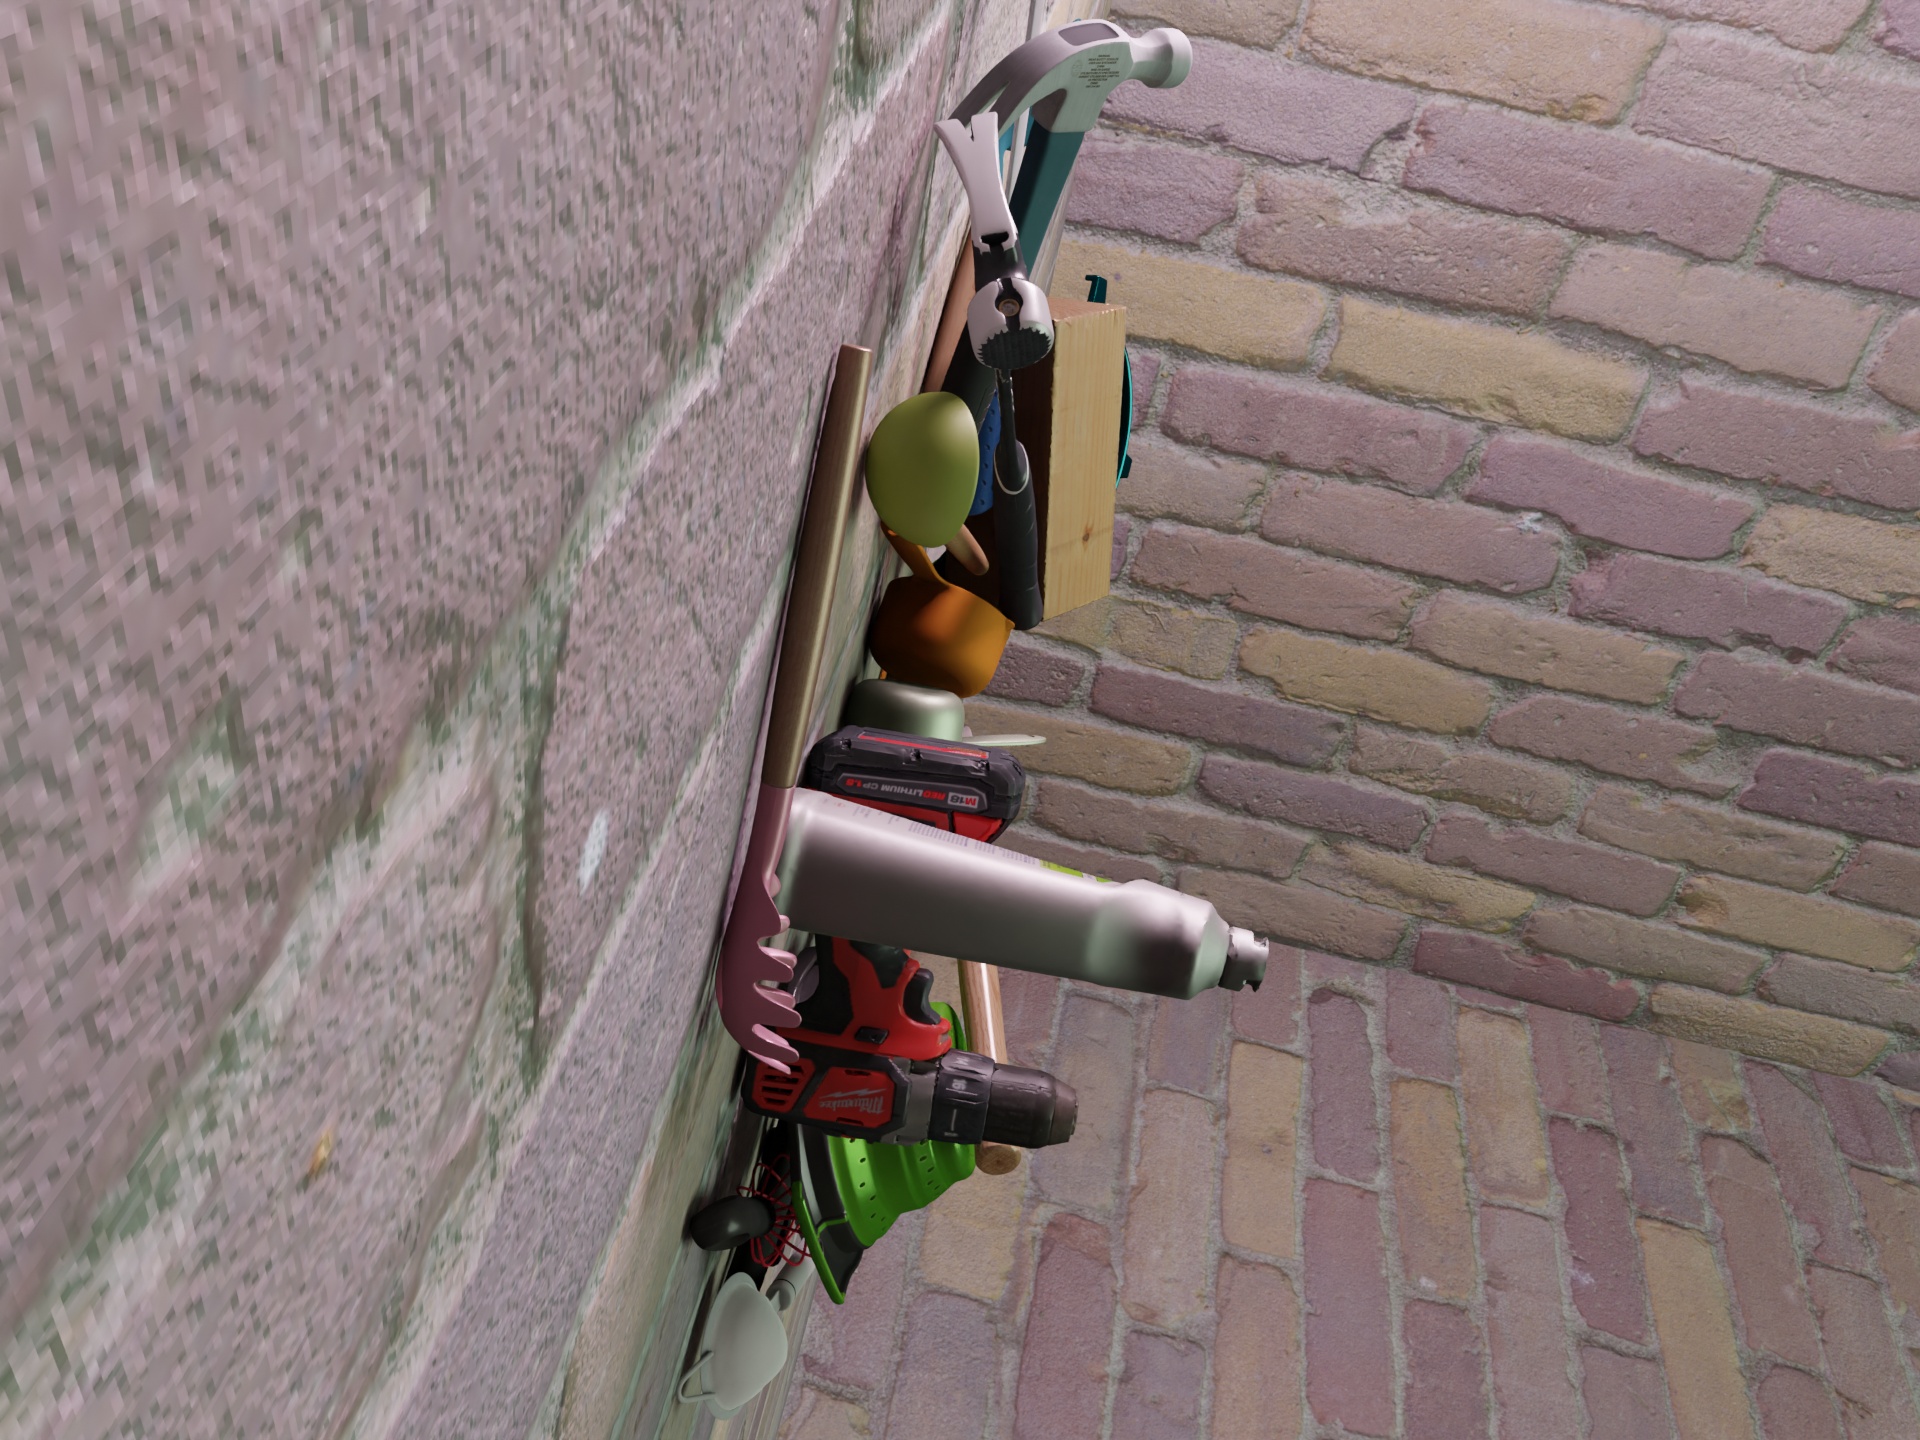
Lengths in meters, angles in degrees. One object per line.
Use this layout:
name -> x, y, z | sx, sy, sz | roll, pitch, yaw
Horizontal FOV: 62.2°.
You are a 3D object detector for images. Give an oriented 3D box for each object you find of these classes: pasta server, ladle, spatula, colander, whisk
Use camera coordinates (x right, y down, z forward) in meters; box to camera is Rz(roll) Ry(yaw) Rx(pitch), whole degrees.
pasta server -> -0.065, 0.002, 0.674 | 0.060, 0.040, 0.316 | -115, -145, -72
ladle -> 0.001, -0.117, 0.923 | 0.320, 0.062, 0.078 | 26, 62, -80
spatula -> 0.024, -0.321, 1.049 | 0.082, 0.044, 0.318 | 86, 17, -68
colander -> -0.043, 0.193, 1.077 | 0.397, 0.094, 0.204 | -90, 169, -55
whisk -> -0.117, 0.294, 0.945 | 0.295, 0.073, 0.073 | 77, 25, -74

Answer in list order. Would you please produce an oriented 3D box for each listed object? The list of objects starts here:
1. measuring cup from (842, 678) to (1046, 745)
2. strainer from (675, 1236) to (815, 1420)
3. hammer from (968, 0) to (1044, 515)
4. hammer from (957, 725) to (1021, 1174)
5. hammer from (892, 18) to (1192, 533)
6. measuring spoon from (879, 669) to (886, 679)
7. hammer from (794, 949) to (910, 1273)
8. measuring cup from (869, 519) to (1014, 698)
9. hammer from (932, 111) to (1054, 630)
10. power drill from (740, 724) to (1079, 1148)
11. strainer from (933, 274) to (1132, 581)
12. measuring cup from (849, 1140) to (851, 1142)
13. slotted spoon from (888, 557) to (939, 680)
measuring cup -> -0.002, -0.003, 1.036 | 0.167, 0.083, 0.038 | 2, 100, -43
strainer -> -0.121, 0.385, 1.059 | 0.258, 0.050, 0.087 | -25, 112, -78
hammer -> 0.031, -0.302, 0.943 | 0.144, 0.035, 0.405 | -63, 167, -46
hammer -> 0.008, 0.137, 1.043 | 0.129, 0.031, 0.332 | 83, 1, -47
hammer -> 0.021, -0.234, 0.909 | 0.033, 0.128, 0.330 | 52, -41, 29
measuring spoon -> -0.053, -0.041, 1.212 | 0.021, 0.011, 0.117 | 101, 2, -52
hammer -> -0.067, 0.238, 1.236 | 0.149, 0.036, 0.359 | 40, -65, 64
measuring cup -> -0.027, -0.067, 1.005 | 0.173, 0.095, 0.052 | 55, 52, -63
hammer -> 0.025, -0.157, 0.890 | 0.408, 0.036, 0.149 | 80, 1, -67
power drill -> -0.015, 0.127, 0.881 | 0.080, 0.188, 0.226 | -60, 159, -84
strainer -> 0.015, -0.186, 1.234 | 0.340, 0.095, 0.210 | -51, 144, -31
measuring cup -> -0.079, 0.284, 1.169 | 0.156, 0.029, 0.062 | -57, -142, 9
slotted spoon -> -0.043, -0.047, 1.282 | 0.314, 0.031, 0.070 | -71, 177, -54
